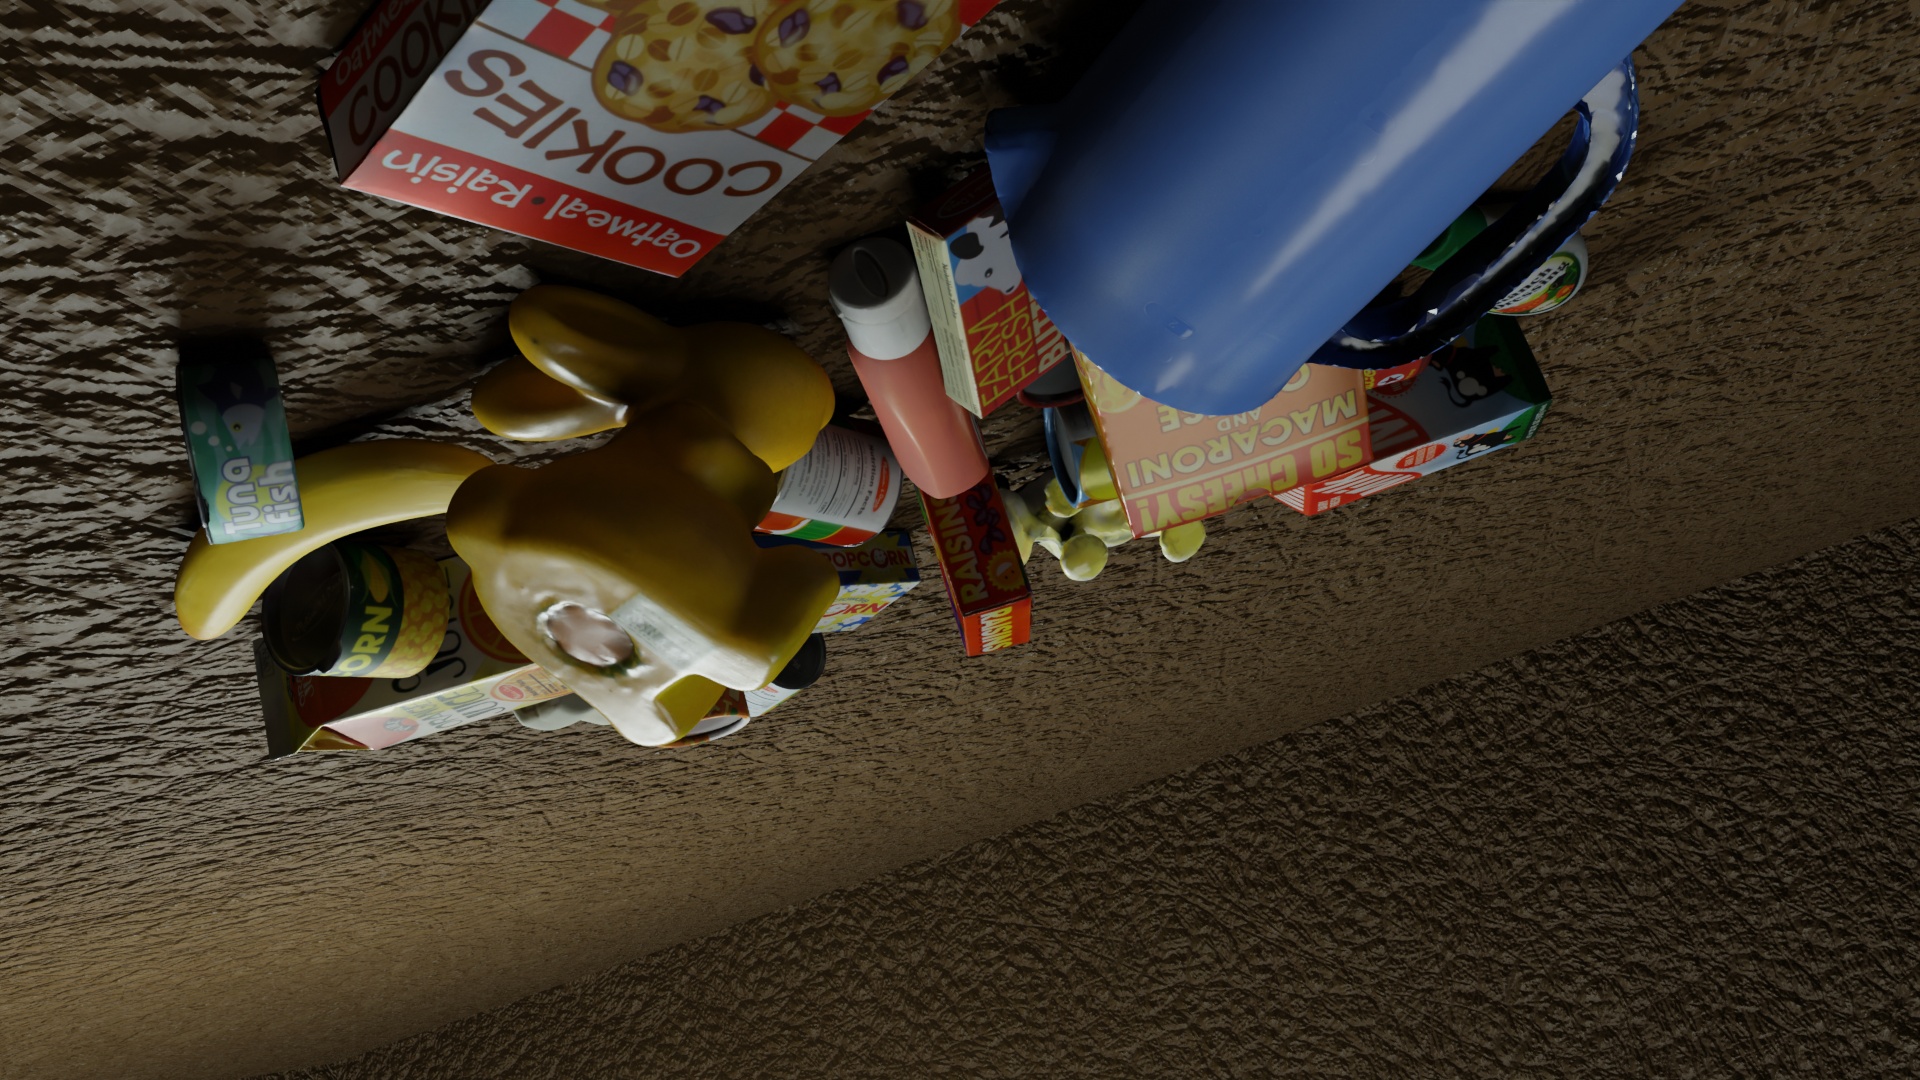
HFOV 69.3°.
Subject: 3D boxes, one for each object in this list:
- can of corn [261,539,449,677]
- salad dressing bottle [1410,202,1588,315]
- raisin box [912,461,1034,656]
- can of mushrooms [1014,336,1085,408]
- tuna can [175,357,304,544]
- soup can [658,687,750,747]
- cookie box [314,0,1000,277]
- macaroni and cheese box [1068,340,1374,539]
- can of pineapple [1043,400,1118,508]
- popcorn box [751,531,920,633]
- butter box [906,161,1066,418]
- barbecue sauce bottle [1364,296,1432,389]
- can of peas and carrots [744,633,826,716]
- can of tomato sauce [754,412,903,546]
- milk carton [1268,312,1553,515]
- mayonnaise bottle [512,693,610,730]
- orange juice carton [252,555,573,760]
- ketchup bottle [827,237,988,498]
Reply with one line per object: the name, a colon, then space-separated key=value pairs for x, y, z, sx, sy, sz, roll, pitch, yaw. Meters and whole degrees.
can of corn: x=-0.291 y=0.035 z=0.674 sx=0.071 sy=0.071 sz=0.058 roll=-27 pitch=160 yaw=25
salad dressing bottle: x=0.267 y=-0.148 z=0.705 sx=0.148 sy=0.044 sz=0.064 roll=1 pitch=154 yaw=-44
raisin box: x=0.003 y=-0.009 z=0.734 sx=0.040 sy=0.123 sz=0.086 roll=-16 pitch=161 yaw=-4
can of mushrooms: x=0.051 y=-0.093 z=0.681 sx=0.071 sy=0.033 sz=0.071 roll=-17 pitch=162 yaw=-6
tuna can: x=-0.262 y=-0.032 z=0.507 sx=0.033 sy=0.071 sz=0.070 roll=-10 pitch=160 yaw=-25
soup can: x=-0.180 y=0.085 z=0.901 sx=0.071 sy=0.084 sz=0.071 roll=-15 pitch=161 yaw=-5
cookie box: x=-0.081 y=-0.146 z=0.394 sx=0.167 sy=0.040 sz=0.123 roll=-31 pitch=158 yaw=32
macaroni and cheese box: x=0.115 y=-0.086 z=0.629 sx=0.124 sy=0.040 sz=0.165 roll=-19 pitch=131 yaw=4
can of pineapple: x=0.083 y=-0.054 z=0.767 sx=0.058 sy=0.071 sz=0.070 roll=-14 pitch=161 yaw=-7
popcorn box: x=-0.101 y=0.028 z=0.883 sx=0.127 sy=0.038 sz=0.085 roll=-1 pitch=155 yaw=-41
butter box: x=0.013 y=-0.101 z=0.560 sx=0.053 sy=0.024 sz=0.103 roll=-38 pitch=146 yaw=-17
barbecue sauce bottle: x=0.186 y=-0.095 z=0.784 sx=0.149 sy=0.044 sz=0.064 roll=-17 pitch=168 yaw=-2
can of peas and carrots: x=-0.135 y=0.080 z=0.963 sx=0.071 sy=0.071 sz=0.058 roll=0 pitch=155 yaw=-43
can of tomato sauce: x=-0.081 y=-0.034 z=0.679 sx=0.071 sy=0.071 sz=0.083 roll=-29 pitch=158 yaw=30
milk carton: x=0.255 y=-0.074 z=0.862 sx=0.190 sy=0.073 sz=0.072 roll=-20 pitch=162 yaw=8
mayonnaise bottle: x=-0.236 y=0.091 z=0.907 sx=0.041 sy=0.065 sz=0.148 roll=-27 pitch=164 yaw=16
orange juice carton: x=-0.281 y=0.059 z=0.750 sx=0.193 sy=0.072 sz=0.072 roll=-16 pitch=162 yaw=-6
ketchup bottle: x=-0.024 y=-0.076 z=0.620 sx=0.043 sy=0.065 sz=0.148 roll=-28 pitch=154 yaw=-3
